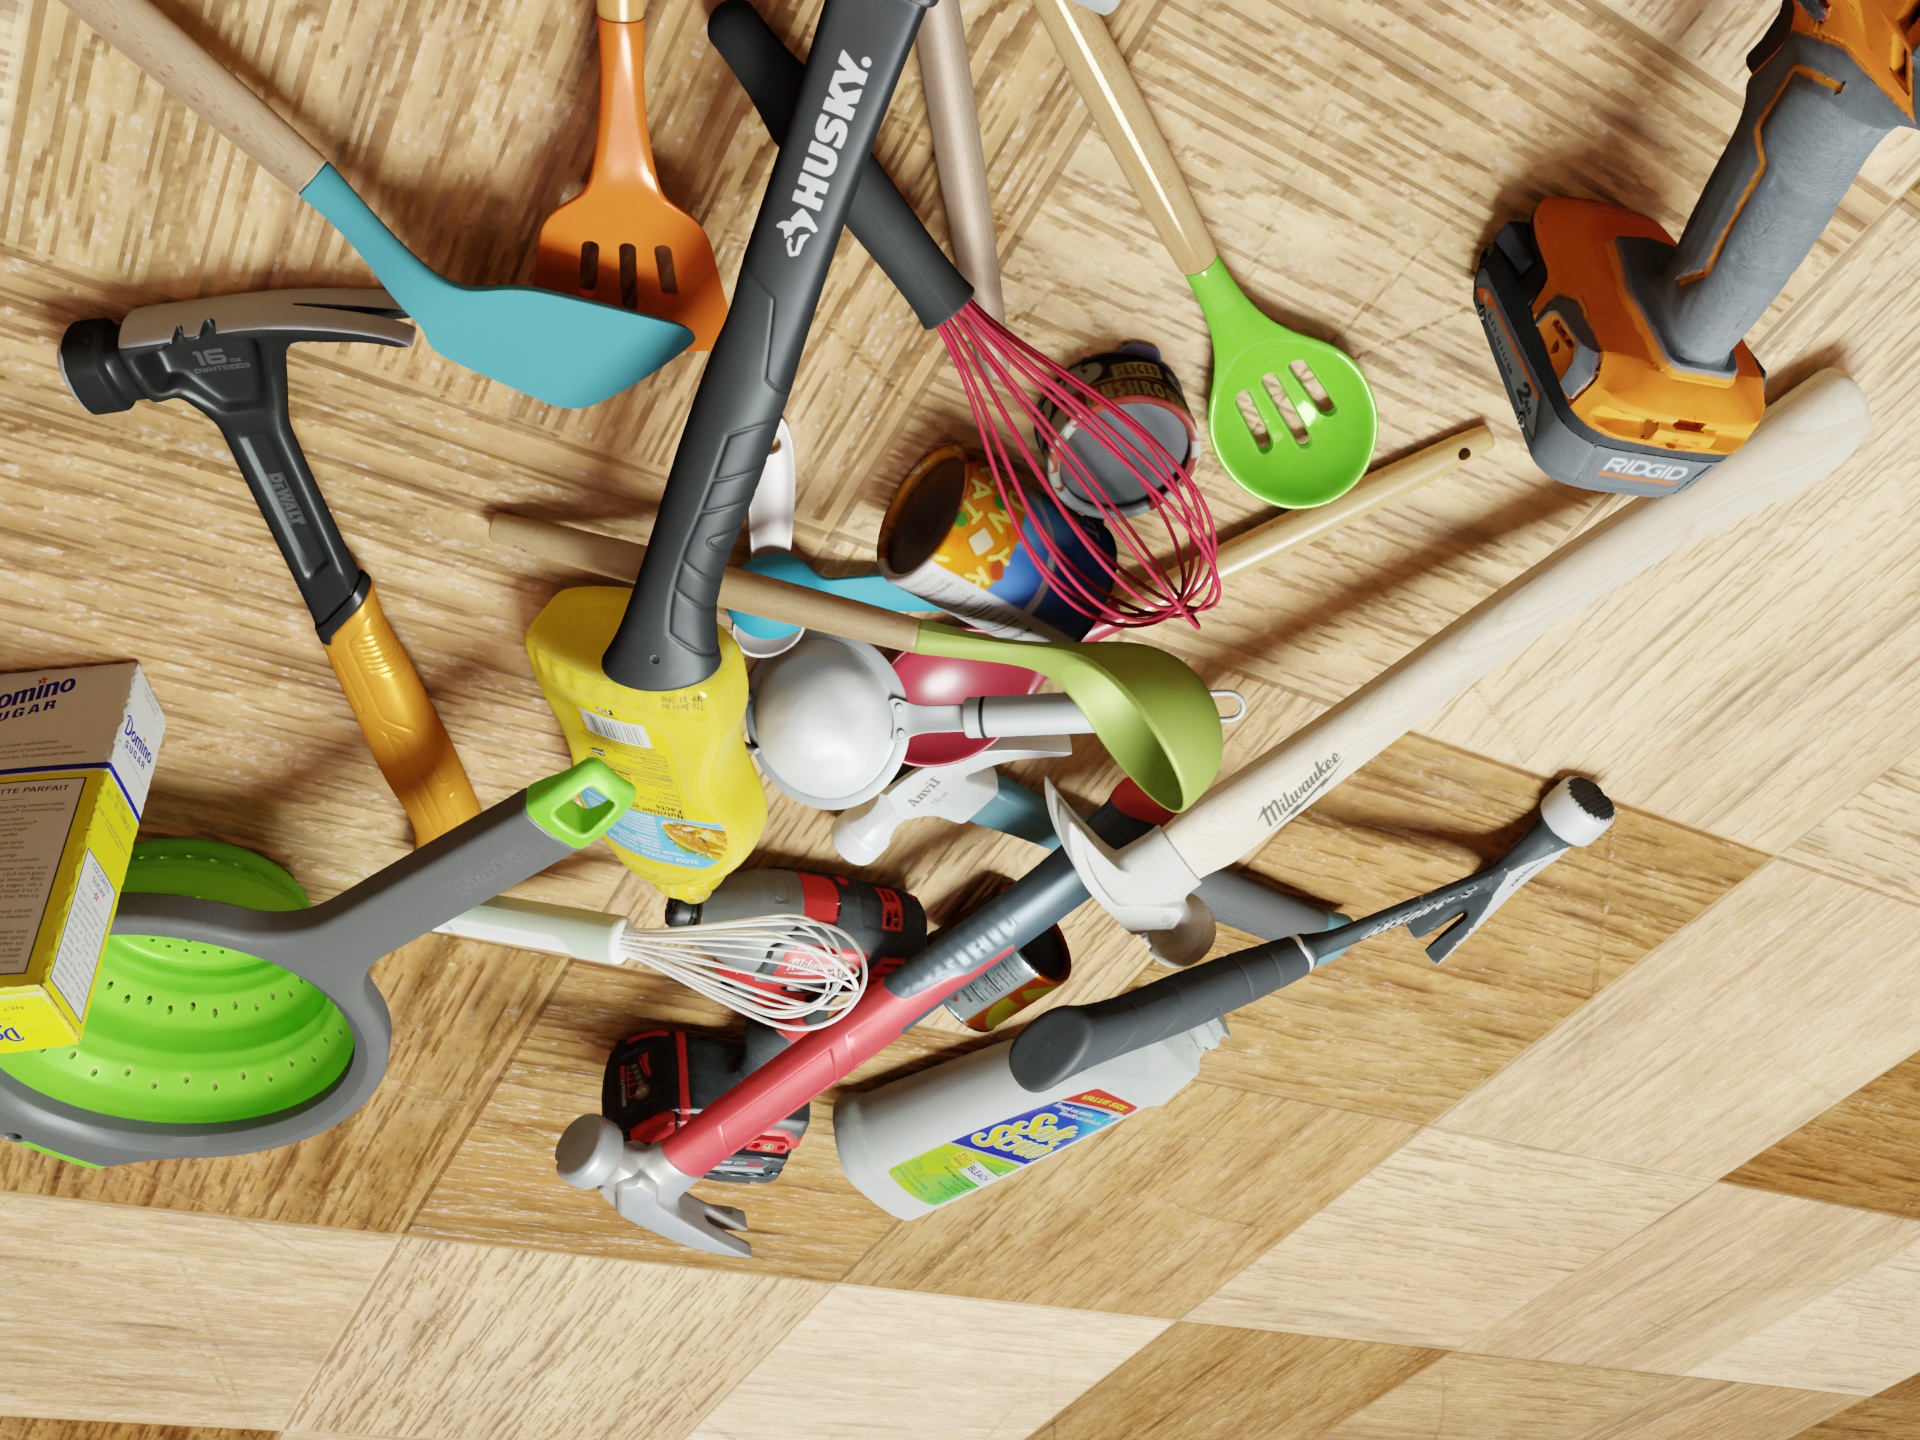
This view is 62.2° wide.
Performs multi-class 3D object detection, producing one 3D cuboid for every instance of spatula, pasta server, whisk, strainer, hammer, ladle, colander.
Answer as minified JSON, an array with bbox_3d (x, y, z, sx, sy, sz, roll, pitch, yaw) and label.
[{"bbox_3d":[-0.231,-0.204,0.523,0.082,0.044,0.317,-17,134,42],"label":"spatula"},{"bbox_3d":[-0.012,-0.241,0.532,0.060,0.040,0.315,8,141,18],"label":"pasta server"},{"bbox_3d":[-0.165,0.114,0.806,0.246,0.059,0.057,7,146,15],"label":"whisk"},{"bbox_3d":[-0.001,-0.002,0.722,0.258,0.050,0.087,-3,97,14],"label":"strainer"},{"bbox_3d":[-0.072,-0.141,0.549,0.146,0.035,0.334,20,126,-9],"label":"hammer"},{"bbox_3d":[-0.046,-0.031,0.662,0.320,0.062,0.078,15,164,3],"label":"ladle"},{"bbox_3d":[0.230,-0.035,0.736,0.410,0.038,0.146,-36,135,7],"label":"hammer"},{"bbox_3d":[-0.110,-0.254,0.509,0.081,0.041,0.322,0,131,-9],"label":"spatula"},{"bbox_3d":[0.007,-0.139,0.594,0.073,0.073,0.295,-32,117,20],"label":"whisk"},{"bbox_3d":[-0.253,-0.034,0.696,0.127,0.034,0.336,-8,136,-3],"label":"hammer"},{"bbox_3d":[0.099,-0.063,0.745,0.315,0.031,0.069,-25,118,11],"label":"ladle"},{"bbox_3d":[0.185,0.119,0.831,0.409,0.036,0.149,-12,147,-39],"label":"hammer"},{"bbox_3d":[-0.027,0.160,0.850,0.386,0.038,0.143,-37,130,12],"label":"hammer"},{"bbox_3d":[-0.316,0.089,0.761,0.397,0.095,0.204,-28,134,18],"label":"colander"},{"bbox_3d":[0.098,0.079,0.887,0.330,0.033,0.128,24,127,-31],"label":"hammer"}]

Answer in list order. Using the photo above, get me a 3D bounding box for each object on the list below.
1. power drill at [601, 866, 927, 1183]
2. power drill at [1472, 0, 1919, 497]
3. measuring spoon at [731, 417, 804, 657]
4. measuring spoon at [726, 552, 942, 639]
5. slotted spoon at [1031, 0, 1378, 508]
[{"bbox_3d":[-0.123,0.168,0.903,0.143,0.079,0.219,13,128,-25],"label":"power drill"},{"bbox_3d":[0.278,-0.206,0.561,0.084,0.164,0.226,4,147,-16],"label":"power drill"},{"bbox_3d":[-0.085,-0.082,0.700,0.034,0.018,0.124,-9,131,-19],"label":"measuring spoon"},{"bbox_3d":[-0.041,-0.053,0.716,0.128,0.021,0.042,-3,129,-23],"label":"measuring spoon"},{"bbox_3d":[0.082,-0.196,0.606,0.070,0.031,0.313,-28,132,16],"label":"slotted spoon"}]
